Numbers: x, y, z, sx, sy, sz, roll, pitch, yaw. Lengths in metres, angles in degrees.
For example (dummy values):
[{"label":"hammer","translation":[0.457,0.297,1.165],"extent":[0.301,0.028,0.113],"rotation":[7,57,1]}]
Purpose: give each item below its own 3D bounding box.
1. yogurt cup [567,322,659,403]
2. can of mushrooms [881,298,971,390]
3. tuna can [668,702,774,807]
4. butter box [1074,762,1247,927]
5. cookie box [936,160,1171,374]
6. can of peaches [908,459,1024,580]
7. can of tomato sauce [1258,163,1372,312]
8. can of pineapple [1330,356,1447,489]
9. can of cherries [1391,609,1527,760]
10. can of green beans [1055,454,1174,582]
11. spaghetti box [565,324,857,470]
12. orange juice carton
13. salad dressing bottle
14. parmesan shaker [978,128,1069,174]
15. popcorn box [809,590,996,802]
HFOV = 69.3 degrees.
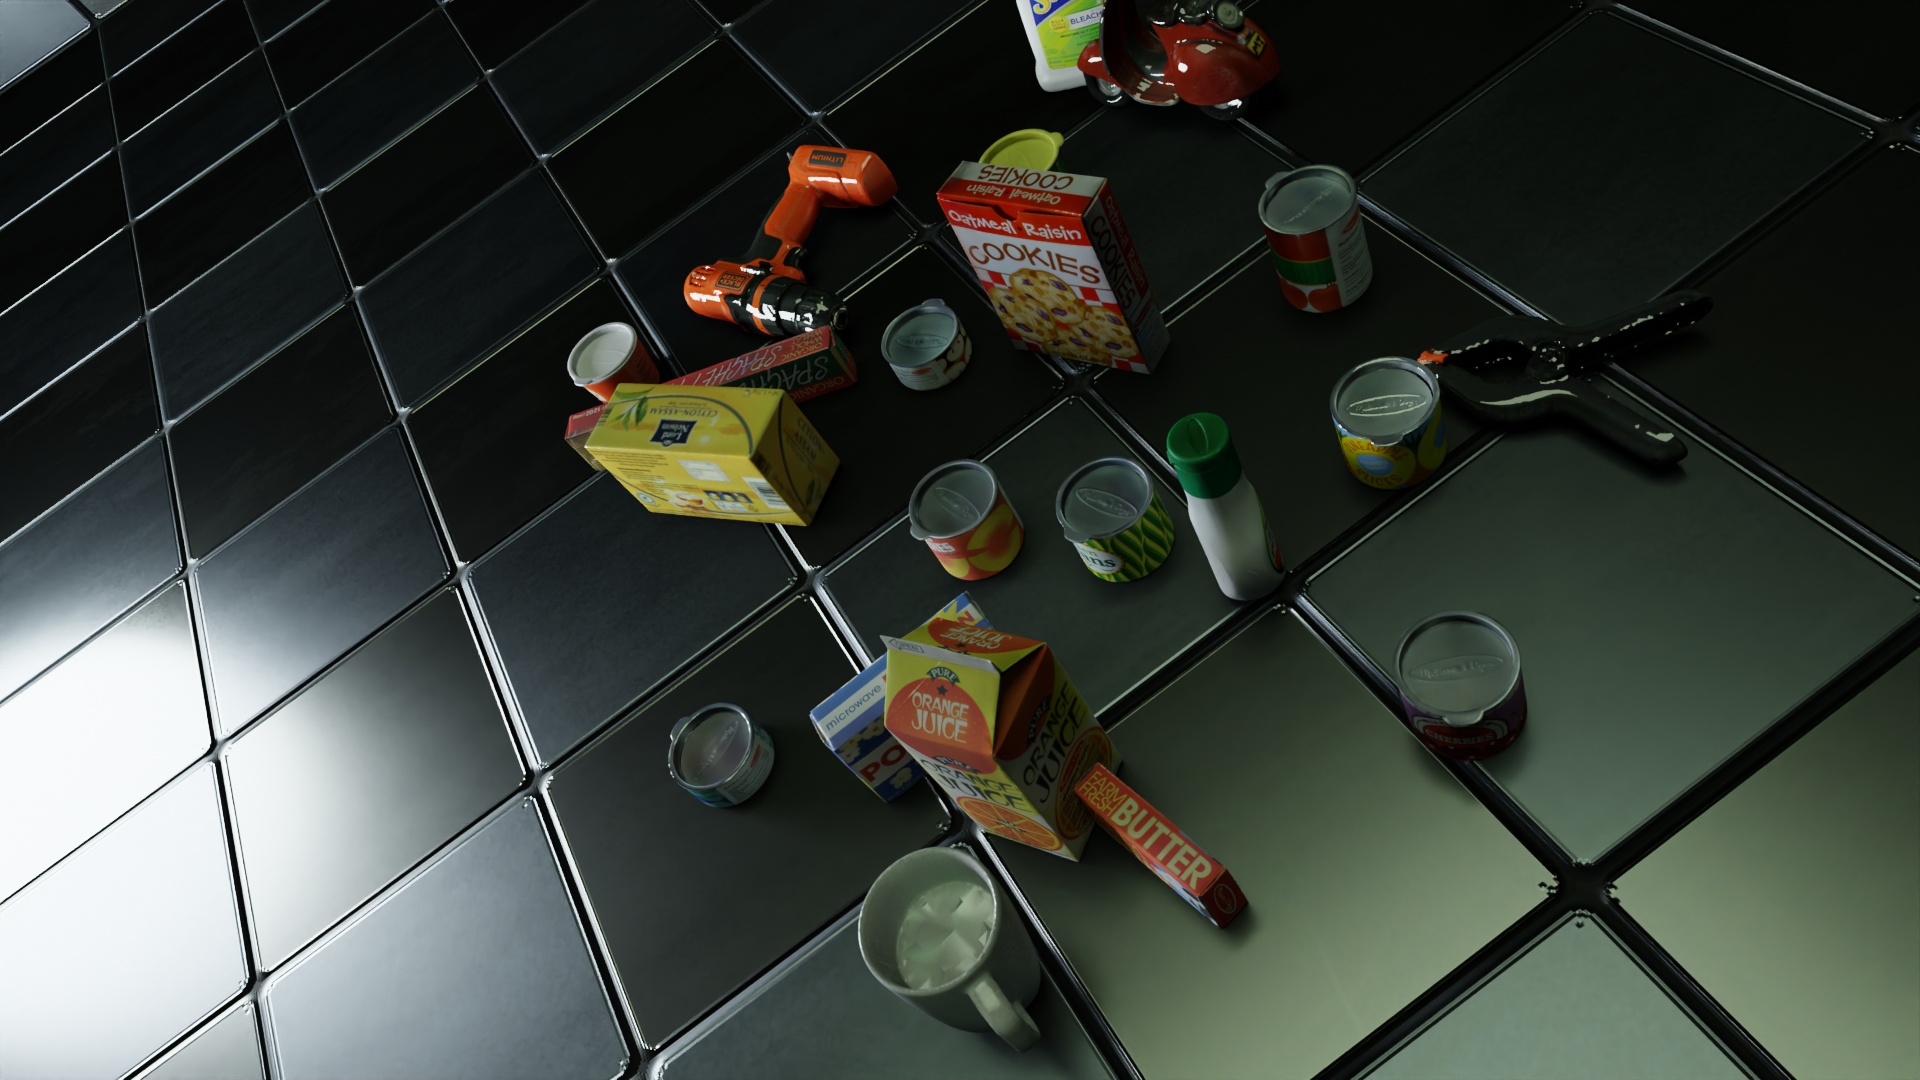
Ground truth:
[{"label":"yogurt cup","translation":[-0.302,-0.150,1.224],"extent":[0.072,0.053,0.073],"rotation":[-13,52,17]},{"label":"can of mushrooms","translation":[-0.026,-0.156,1.108],"extent":[0.071,0.033,0.071],"rotation":[-13,52,17]},{"label":"tuna can","translation":[-0.166,0.147,0.956],"extent":[0.071,0.032,0.071],"rotation":[-13,52,17]},{"label":"butter box","translation":[0.112,0.173,0.790],"extent":[0.024,0.053,0.104],"rotation":[-45,50,-10]},{"label":"cookie box","translation":[0.070,-0.194,1.001],"extent":[0.123,0.167,0.040],"rotation":[17,66,34]},{"label":"can of peaches","translation":[0.003,-0.012,0.973],"extent":[0.071,0.058,0.071],"rotation":[-13,52,17]},{"label":"can of tomato sauce","translation":[0.251,-0.213,0.983],"extent":[0.071,0.082,0.071],"rotation":[-13,52,17]},{"label":"can of pineapple","translation":[0.274,-0.073,0.887],"extent":[0.071,0.057,0.071],"rotation":[-13,52,17]},{"label":"can of cherries","translation":[0.278,0.083,0.771],"extent":[0.071,0.058,0.072],"rotation":[-13,52,17]},{"label":"can of green beans","translation":[0.104,-0.014,0.926],"extent":[0.071,0.057,0.071],"rotation":[-13,52,17]},{"label":"spaghetti box","translation":[-0.207,-0.117,1.156],"extent":[0.250,0.050,0.029],"rotation":[-17,51,14]},{"label":"orange juice carton","translation":[0.022,0.107,0.789],"extent":[0.072,0.192,0.073],"rotation":[11,63,32]},{"label":"salad dressing bottle","translation":[0.161,-0.019,0.843],"extent":[0.044,0.147,0.064],"rotation":[-20,51,13]},{"label":"parmesan shaker","translation":[0.065,-0.264,1.097],"extent":[0.071,0.102,0.071],"rotation":[-13,52,17]},{"label":"popcorn box","translation":[-0.022,0.102,0.885],"extent":[0.127,0.085,0.038],"rotation":[-38,49,-3]}]
